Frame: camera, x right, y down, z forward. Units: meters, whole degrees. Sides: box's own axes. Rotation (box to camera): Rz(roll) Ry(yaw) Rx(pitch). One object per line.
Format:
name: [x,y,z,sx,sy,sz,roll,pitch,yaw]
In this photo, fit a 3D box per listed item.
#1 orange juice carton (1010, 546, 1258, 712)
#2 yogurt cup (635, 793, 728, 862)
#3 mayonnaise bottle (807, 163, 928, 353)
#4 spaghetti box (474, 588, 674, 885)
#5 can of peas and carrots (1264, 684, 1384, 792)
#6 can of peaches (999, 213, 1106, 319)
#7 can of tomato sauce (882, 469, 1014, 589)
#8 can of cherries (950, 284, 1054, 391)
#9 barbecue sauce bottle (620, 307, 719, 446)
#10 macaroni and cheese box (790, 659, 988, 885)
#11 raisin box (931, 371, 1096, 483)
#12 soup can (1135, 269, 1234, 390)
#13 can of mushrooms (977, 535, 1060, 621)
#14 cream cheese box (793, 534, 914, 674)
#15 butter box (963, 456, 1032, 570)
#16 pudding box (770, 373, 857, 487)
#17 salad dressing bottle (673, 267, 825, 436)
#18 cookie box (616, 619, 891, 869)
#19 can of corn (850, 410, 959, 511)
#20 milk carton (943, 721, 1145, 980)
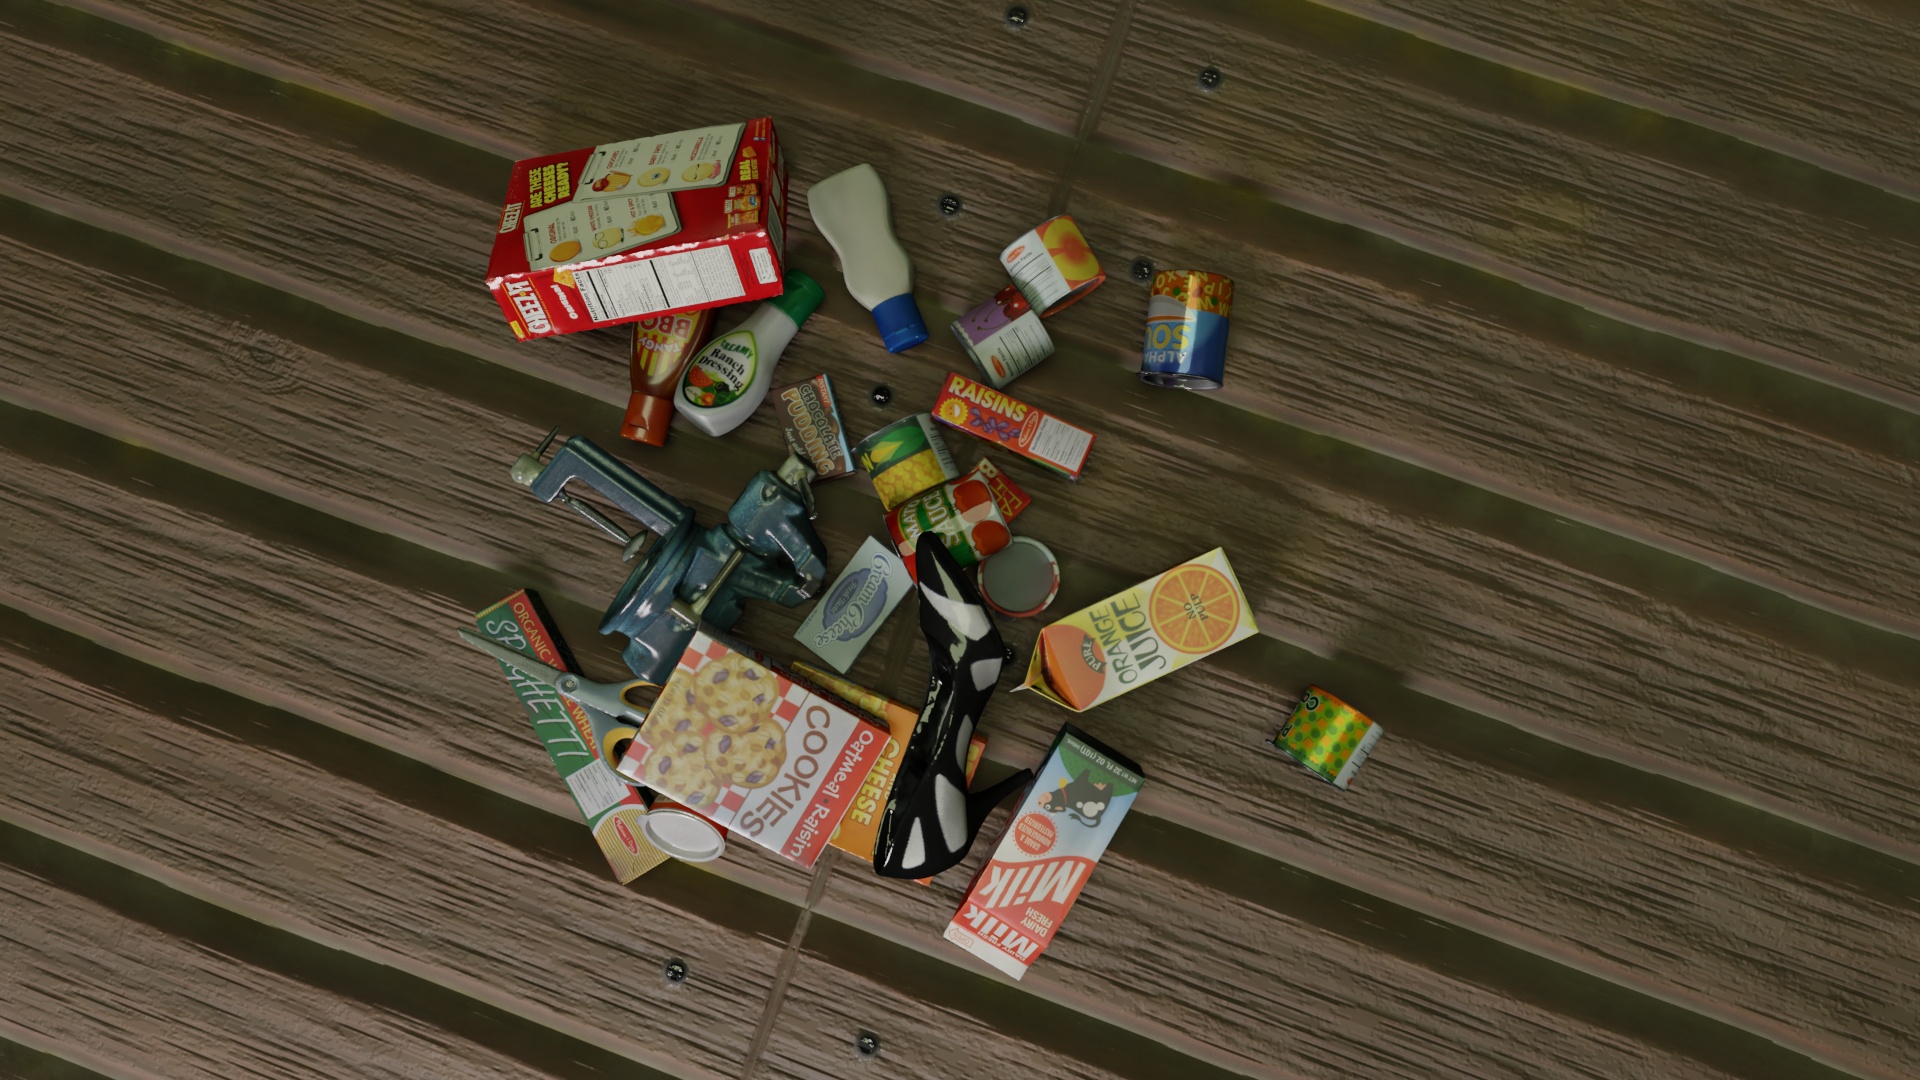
orange juice carton: [0.127,0.077,1.084,0.193,0.072,0.073,-25,86,2]
yogurt cup: [-0.211,0.213,1.098,0.072,0.072,0.054,13,46,4]
mayonnaise bottle: [-0.070,-0.226,1.125,0.065,0.041,0.148,-23,88,4]
spaghetti box: [-0.311,0.157,1.129,0.050,0.028,0.250,-30,86,2]
can of peas and carrots: [0.282,0.151,1.075,0.071,0.071,0.058,34,90,4]
can of peaches: [0.075,-0.218,1.104,0.071,0.071,0.058,-31,86,2]
can of tomato sauce: [-0.009,-0.009,1.071,0.083,0.071,0.071,-25,87,3]
can of cherries: [0.033,-0.162,1.104,0.058,0.071,0.071,-35,86,1]
barbecue sauce bottle: [-0.240,-0.152,1.130,0.065,0.043,0.148,14,89,7]
macaroni and cheese box: [-0.077,0.183,1.108,0.166,0.040,0.123,22,89,5]
raisin box: [0.043,-0.088,1.089,0.123,0.086,0.040,24,92,4]
soup can: [0.176,-0.165,1.093,0.071,0.071,0.083,7,88,4]
can of mushrooms: [0.046,0.031,1.110,0.071,0.033,0.071,0,88,3]
cream cheese box: [-0.082,0.052,1.122,0.053,0.024,0.104,37,90,3]
butter box: [0.004,-0.014,1.119,0.103,0.024,0.053,-45,85,1]
pudding box: [-0.118,-0.088,1.127,0.050,0.030,0.083,-16,87,2]
salad dressing bottle: [-0.167,-0.153,1.115,0.064,0.044,0.148,33,78,18]
cookie box: [-0.154,0.155,1.052,0.167,0.040,0.123,30,94,-11]
can of corn: [-0.044,-0.061,1.104,0.071,0.071,0.058,-26,87,2]
milk carton: [0.064,0.243,1.080,0.072,0.073,0.190,30,90,4]
